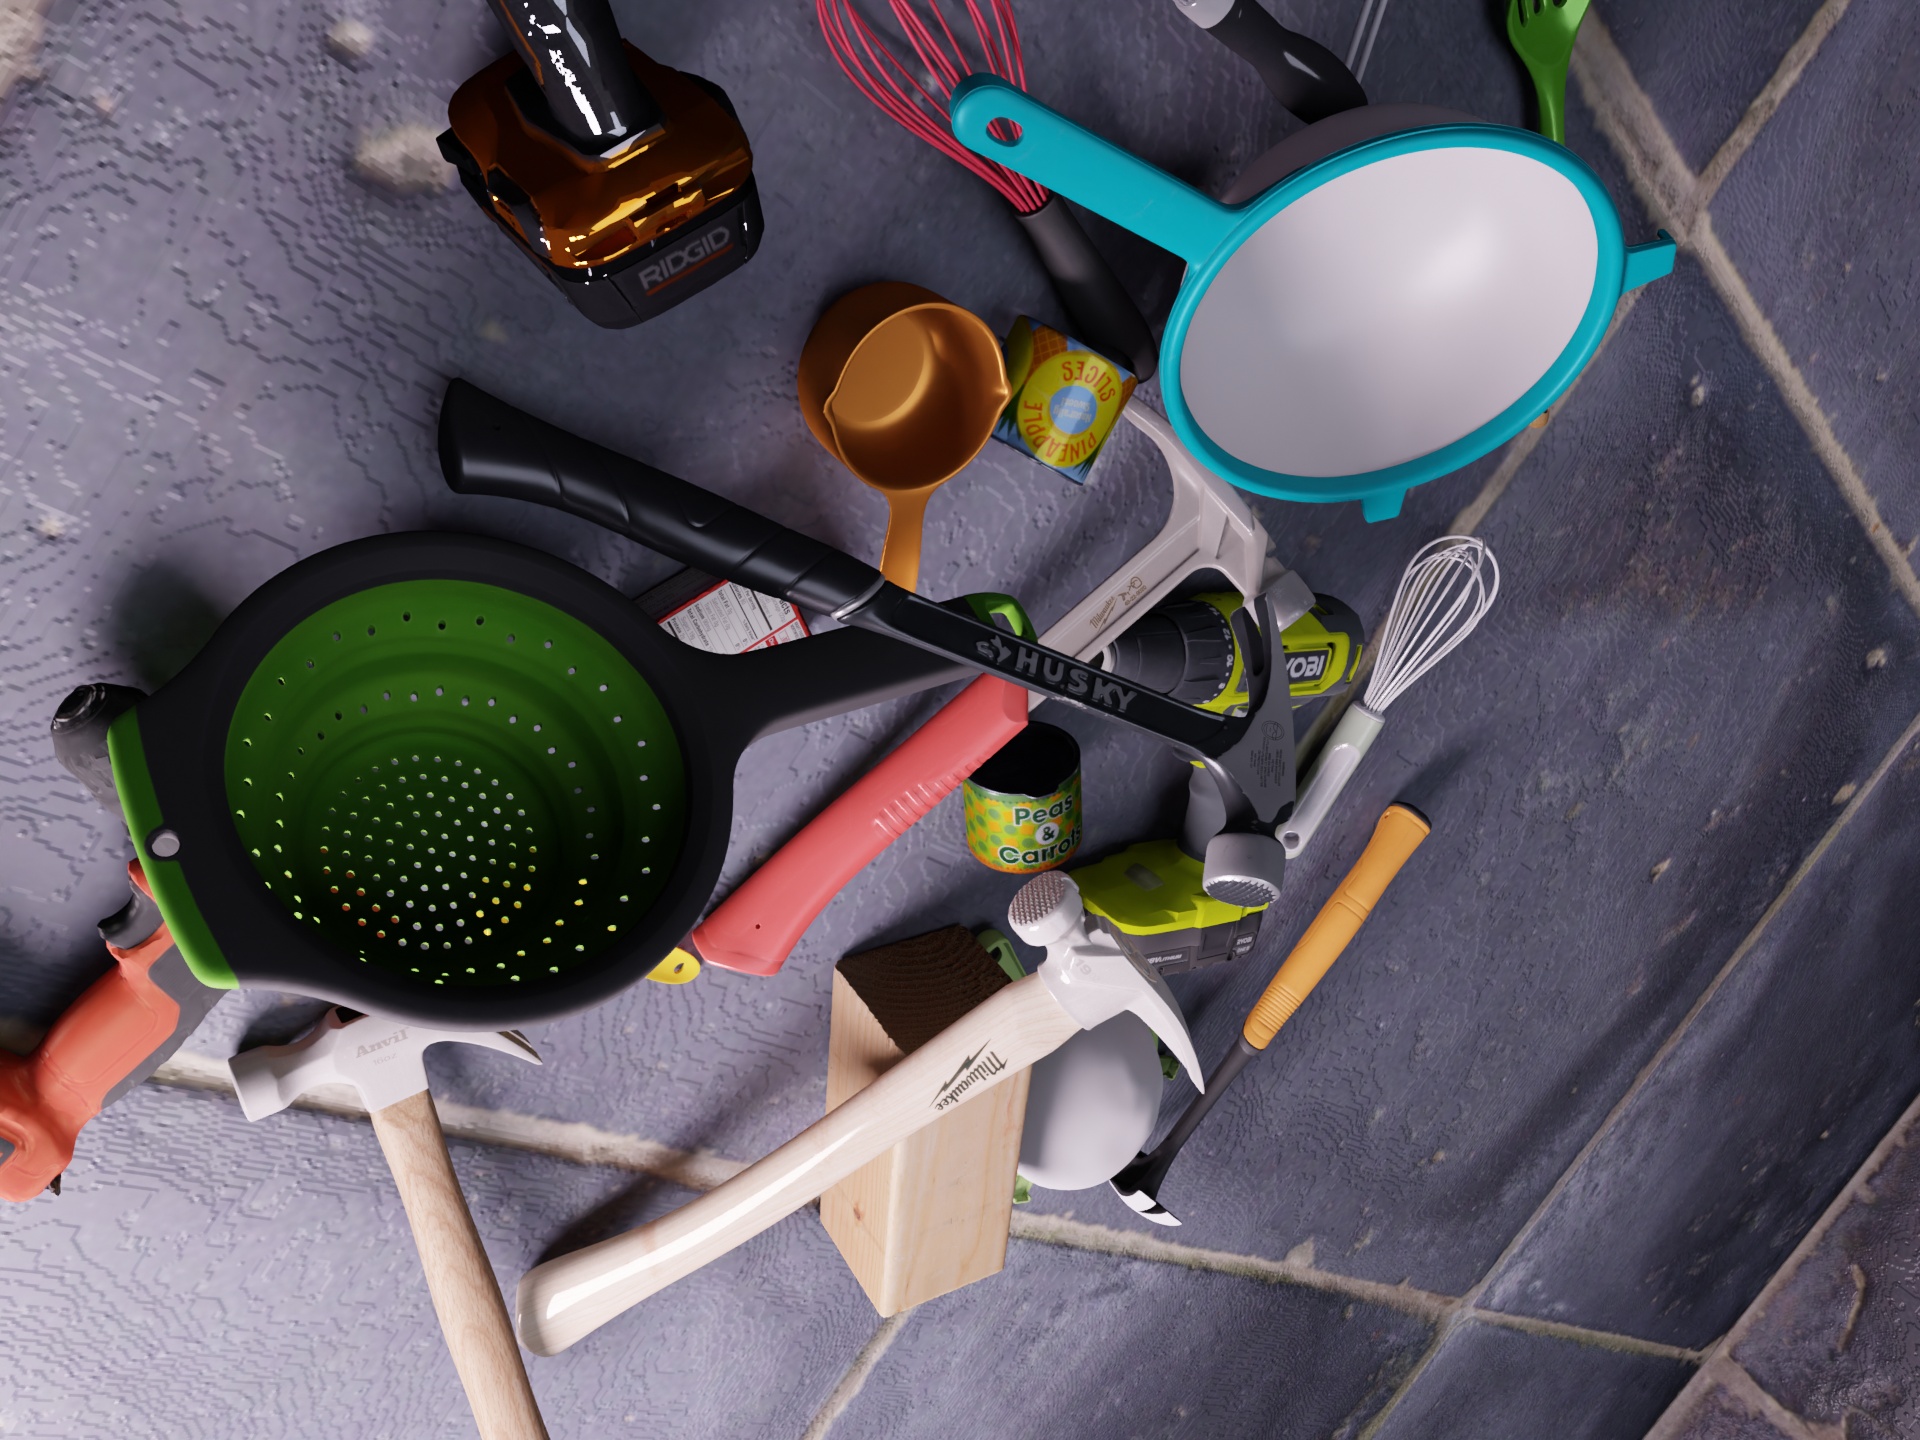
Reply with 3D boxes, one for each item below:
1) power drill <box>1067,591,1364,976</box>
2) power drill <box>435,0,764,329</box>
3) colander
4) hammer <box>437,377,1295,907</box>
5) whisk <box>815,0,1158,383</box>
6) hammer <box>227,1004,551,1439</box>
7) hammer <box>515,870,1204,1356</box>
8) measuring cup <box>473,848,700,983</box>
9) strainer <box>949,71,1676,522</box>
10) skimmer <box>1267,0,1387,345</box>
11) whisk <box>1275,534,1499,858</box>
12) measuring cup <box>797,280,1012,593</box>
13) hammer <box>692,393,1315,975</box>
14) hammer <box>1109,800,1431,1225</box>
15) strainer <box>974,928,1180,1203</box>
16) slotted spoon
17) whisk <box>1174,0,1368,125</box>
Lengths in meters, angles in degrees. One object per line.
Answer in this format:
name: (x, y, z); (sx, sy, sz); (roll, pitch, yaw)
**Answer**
power drill: (0.132, 0.033, 0.934); (0.190, 0.080, 0.228); (-5, 118, -37)
power drill: (-0.151, -0.256, 0.505); (0.084, 0.164, 0.226); (-34, 145, -13)
colander: (-0.137, 0.015, 0.676); (0.397, 0.205, 0.094); (-17, 163, -35)
hammer: (-0.024, -0.051, 0.687); (0.408, 0.036, 0.149); (22, 63, -18)
whisk: (0.023, -0.242, 0.694); (0.073, 0.073, 0.295); (-47, 139, -1)
hammer: (-0.255, 0.278, 0.813); (0.130, 0.031, 0.331); (-21, 120, -25)
hammer: (-0.069, 0.238, 0.850); (0.410, 0.038, 0.146); (-34, 115, 14)
measuring cup: (-0.182, 0.102, 0.794); (0.062, 0.029, 0.156); (-49, 146, 0)
strainer: (0.136, -0.224, 0.714); (0.340, 0.095, 0.211); (17, 136, -29)
skimmer: (0.175, -0.336, 0.762); (0.127, 0.090, 0.363); (-11, 134, -27)
whisk: (0.269, -0.012, 1.028); (0.058, 0.059, 0.246); (27, 108, -4)
measuring cup: (-0.035, -0.117, 0.736); (0.095, 0.052, 0.173); (-11, 127, -29)
hammer: (-0.001, -0.003, 0.816); (0.359, 0.149, 0.037); (-41, 179, 5)
hammer: (0.217, 0.194, 1.085); (0.337, 0.034, 0.127); (-52, 178, -7)
strainer: (0.069, 0.224, 1.016); (0.151, 0.069, 0.256); (-37, 135, -11)
slotted spoon: (0.331, -0.300, 0.900); (0.070, 0.031, 0.313); (-31, 133, -16)
whisk: (0.080, -0.315, 0.653); (0.284, 0.070, 0.070); (20, 105, -37)
